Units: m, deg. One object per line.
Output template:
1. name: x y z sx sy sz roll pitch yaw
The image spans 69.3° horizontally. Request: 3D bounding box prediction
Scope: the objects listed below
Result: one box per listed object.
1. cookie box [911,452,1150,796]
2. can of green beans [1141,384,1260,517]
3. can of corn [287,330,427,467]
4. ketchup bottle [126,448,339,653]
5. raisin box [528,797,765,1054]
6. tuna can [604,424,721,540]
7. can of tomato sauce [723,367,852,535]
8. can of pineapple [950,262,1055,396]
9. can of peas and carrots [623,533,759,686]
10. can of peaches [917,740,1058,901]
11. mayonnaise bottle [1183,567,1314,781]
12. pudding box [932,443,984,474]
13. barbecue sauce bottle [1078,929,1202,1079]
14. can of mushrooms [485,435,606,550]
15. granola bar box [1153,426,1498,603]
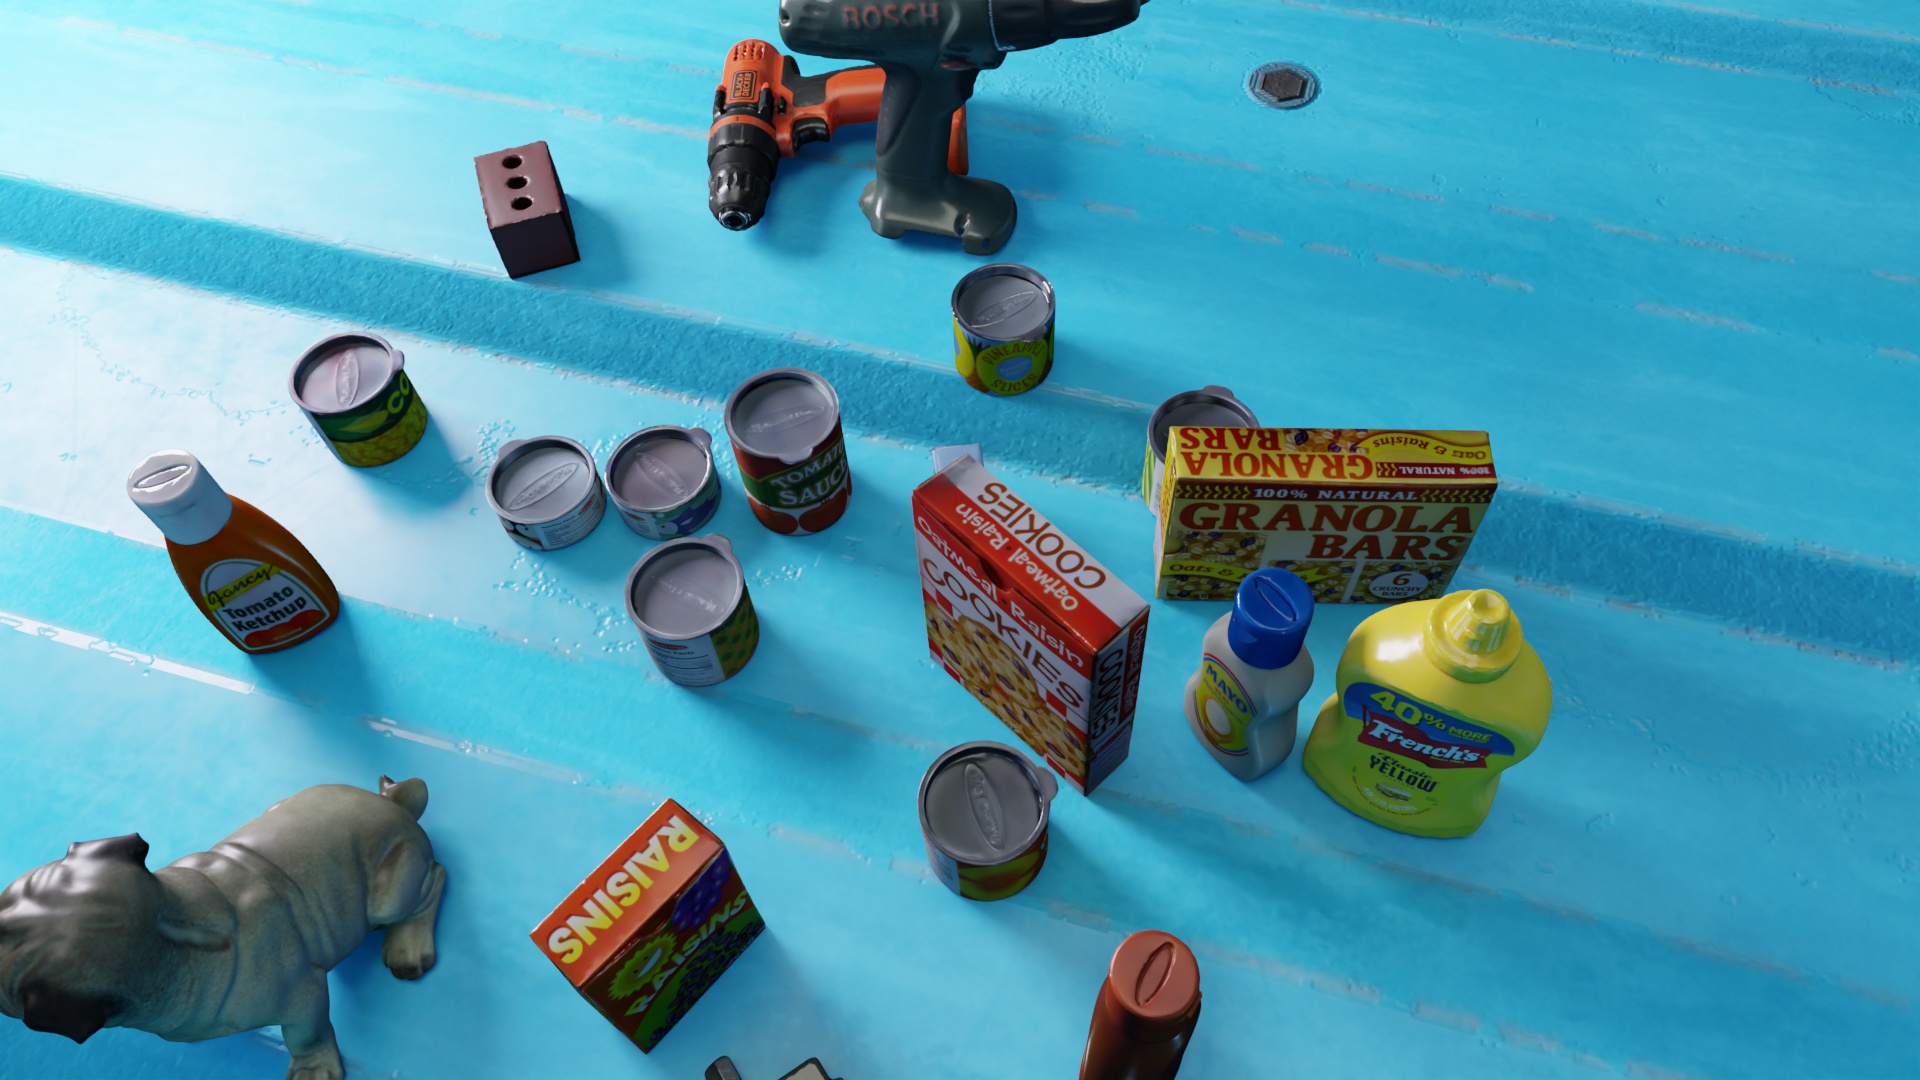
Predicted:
1. cookie box: 0.033 0.048 0.708 0.040 0.166 0.123 -40 64 -21
2. can of green beans: 0.143 -0.047 0.831 0.071 0.057 0.071 -1 57 2
3. can of corn: -0.377 -0.089 0.880 0.071 0.058 0.071 -1 57 2
4. ketchup bottle: -0.402 0.007 0.764 0.065 0.148 0.044 -24 59 -12
5. raisin box: -0.142 0.184 0.653 0.040 0.122 0.086 36 65 23
6. tuna can: -0.180 -0.037 0.852 0.071 0.032 0.071 -1 57 2
7. can of tomato sauce: -0.100 -0.050 0.828 0.071 0.082 0.071 -1 57 2
8. can of pineapple: 0.028 -0.134 0.892 0.071 0.057 0.071 -1 57 2
9. can of peas and carrots: -0.149 0.039 0.786 0.071 0.058 0.071 -1 57 2
10. can of peaches: 0.015 0.144 0.711 0.071 0.057 0.071 -1 57 2
11. mayonnaise bottle: 0.148 0.066 0.703 0.041 0.147 0.065 -30 61 -16
12. pudding box: 0.003 -0.010 0.817 0.030 0.049 0.084 -7 57 -2
13. barbecue sauce bottle: 0.080 0.211 0.611 0.044 0.147 0.065 27 62 18
14. can of mushrooms: -0.254 -0.031 0.851 0.071 0.033 0.071 -1 57 2
15. granola bar box: 0.194 -0.011 0.766 0.166 0.123 0.039 1 57 3
